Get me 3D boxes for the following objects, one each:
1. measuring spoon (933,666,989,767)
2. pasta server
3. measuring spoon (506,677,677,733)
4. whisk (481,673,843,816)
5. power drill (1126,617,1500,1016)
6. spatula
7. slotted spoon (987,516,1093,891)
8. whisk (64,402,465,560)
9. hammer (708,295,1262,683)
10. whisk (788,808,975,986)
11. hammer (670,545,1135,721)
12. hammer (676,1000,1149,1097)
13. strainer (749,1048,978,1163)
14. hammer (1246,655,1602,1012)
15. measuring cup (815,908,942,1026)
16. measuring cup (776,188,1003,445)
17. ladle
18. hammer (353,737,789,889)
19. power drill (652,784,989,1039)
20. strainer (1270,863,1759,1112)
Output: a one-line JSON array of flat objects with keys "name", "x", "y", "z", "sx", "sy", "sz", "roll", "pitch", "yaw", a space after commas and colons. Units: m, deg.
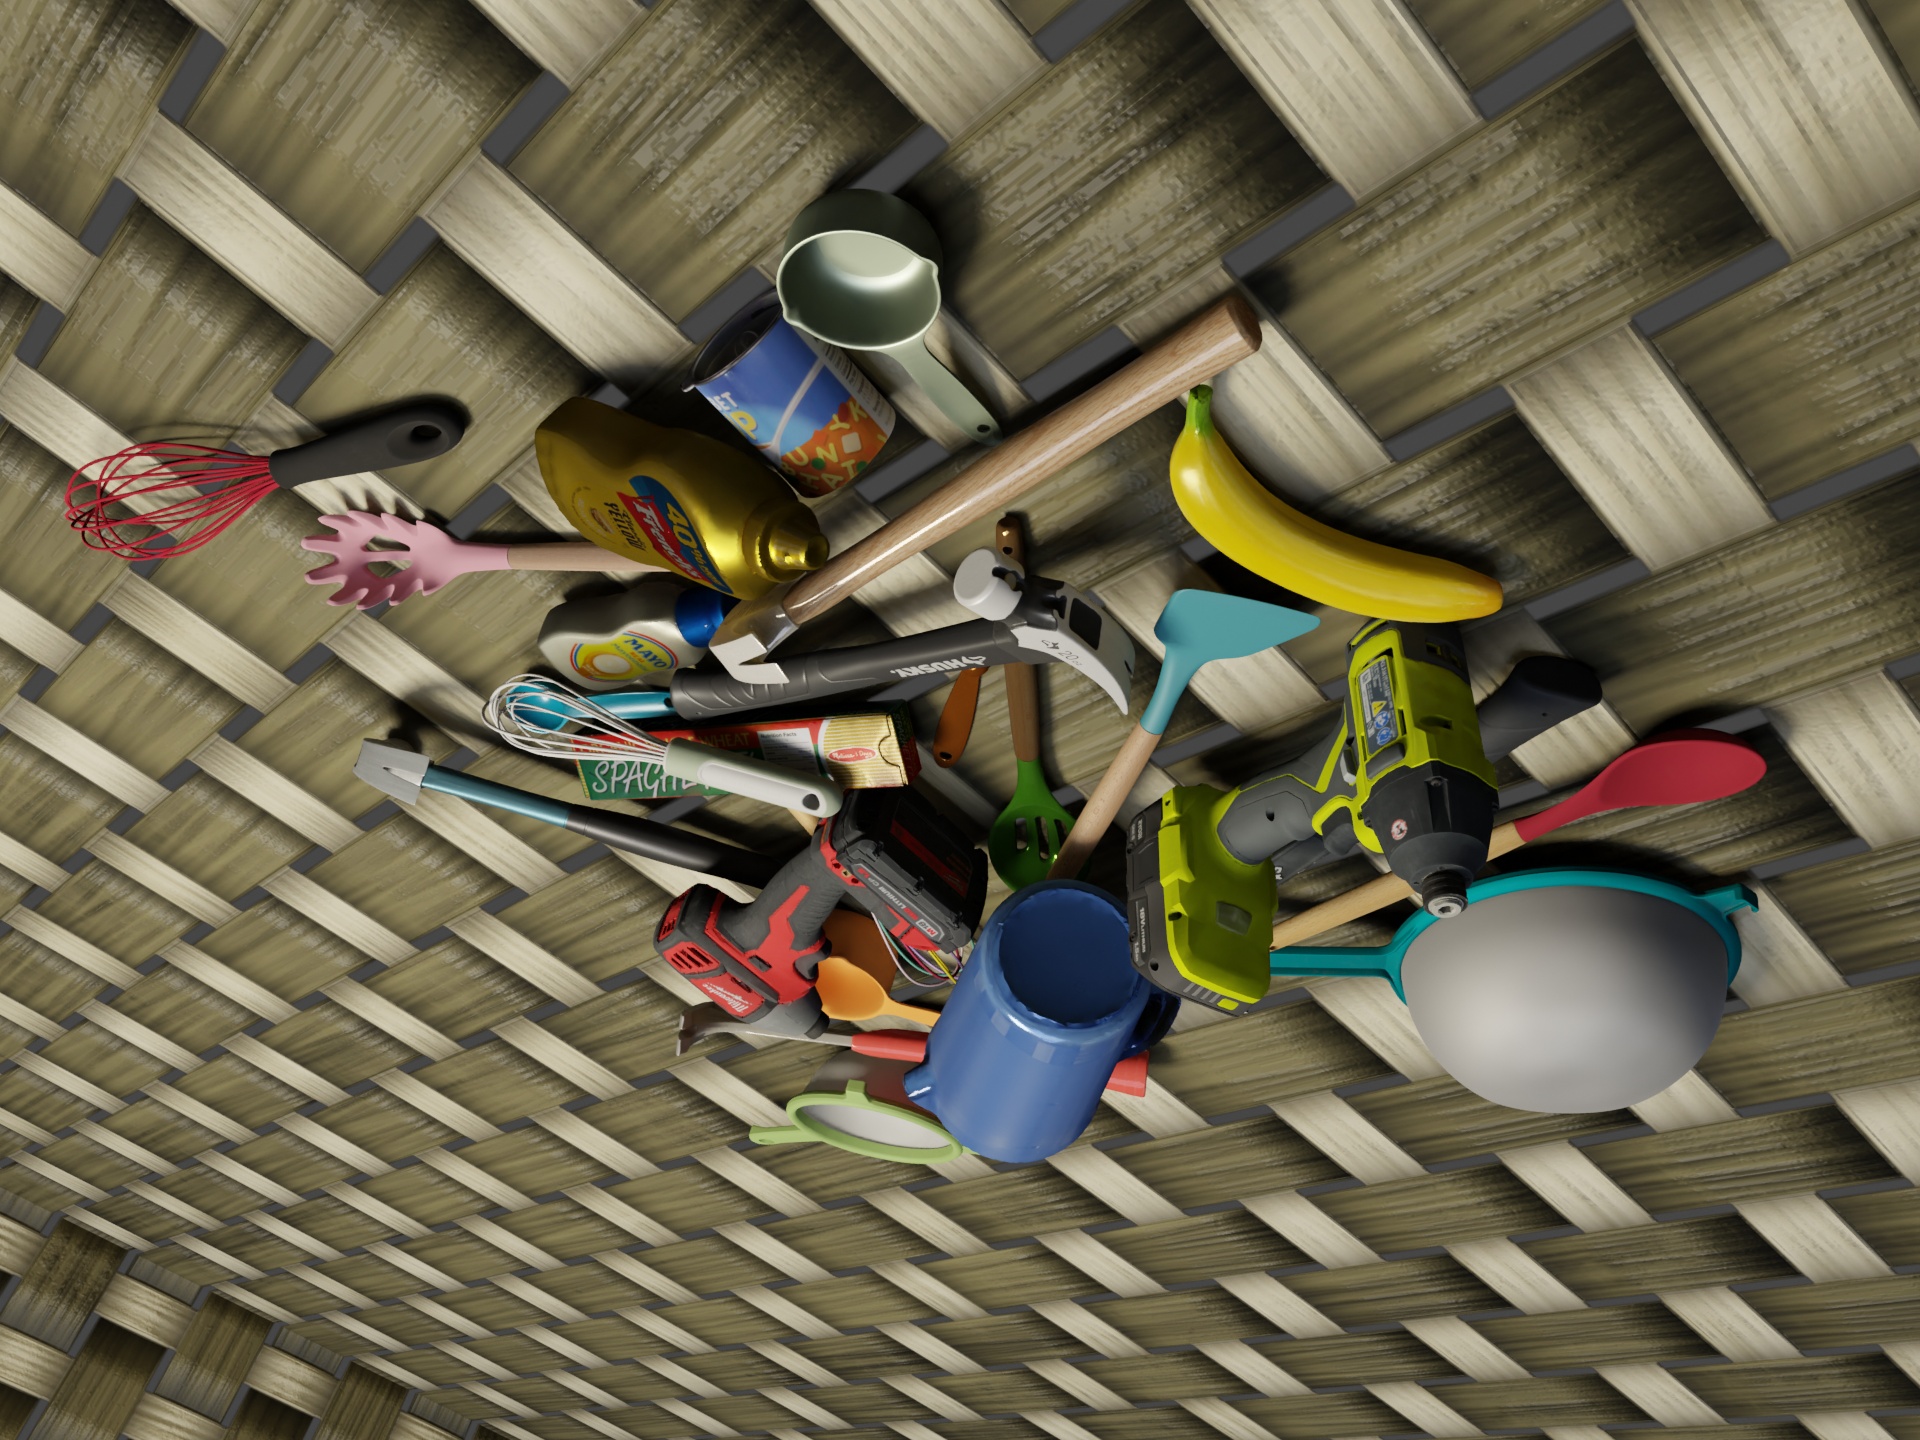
[{"name": "measuring spoon", "x": -0.002, "y": -0.003, "z": 0.987, "sx": 0.021, "sy": 0.011, "sz": 0.116, "roll": 18, "pitch": 140, "yaw": 0}, {"name": "pasta server", "x": -0.247, "y": -0.097, "z": 0.951, "sx": 0.316, "sy": 0.040, "sz": 0.060, "roll": 2, "pitch": 101, "yaw": 16}, {"name": "measuring spoon", "x": -0.240, "y": -0.015, "z": 1.065, "sx": 0.128, "sy": 0.021, "sz": 0.042, "roll": -2, "pitch": 125, "yaw": 9}, {"name": "whisk", "x": -0.191, "y": 0.020, "z": 1.010, "sx": 0.246, "sy": 0.059, "sz": 0.057, "roll": 15, "pitch": 118, "yaw": 11}, {"name": "power drill", "x": 0.187, "y": 0.064, "z": 0.854, "sx": 0.080, "sy": 0.171, "sz": 0.223, "roll": 24, "pitch": 137, "yaw": -23}, {"name": "spatula", "x": 0.103, "y": 0.027, "z": 0.942, "sx": 0.082, "sy": 0.044, "sz": 0.317, "roll": 11, "pitch": 135, "yaw": -15}, {"name": "slotted spoon", "x": 0.042, "y": 0.002, "z": 0.967, "sx": 0.070, "sy": 0.031, "sz": 0.313, "roll": 2, "pitch": 136, "yaw": 10}, {"name": "whisk", "x": -0.419, "y": -0.146, "z": 0.948, "sx": 0.296, "sy": 0.073, "sz": 0.073, "roll": -9, "pitch": 134, "yaw": 20}, {"name": "hammer", "x": 0.001, "y": -0.109, "z": 0.791, "sx": 0.331, "sy": 0.130, "sz": 0.031, "roll": -28, "pitch": 112, "yaw": 28}, {"name": "whisk", "x": -0.064, "y": 0.110, "z": 1.118, "sx": 0.051, "sy": 0.047, "sz": 0.244, "roll": -25, "pitch": 122, "yaw": 21}, {"name": "hammer", "x": -0.052, "y": -0.030, "z": 0.915, "sx": 0.335, "sy": 0.035, "sz": 0.146, "roll": -8, "pitch": 154, "yaw": 43}, {"name": "hammer", "x": -0.035, "y": 0.255, "z": 1.237, "sx": 0.359, "sy": 0.037, "sz": 0.149, "roll": 5, "pitch": 178, "yaw": 8}, {"name": "strainer", "x": -0.099, "y": 0.327, "z": 1.367, "sx": 0.151, "sy": 0.069, "sz": 0.256, "roll": 32, "pitch": 147, "yaw": -30}, {"name": "hammer", "x": 0.225, "y": 0.077, "z": 0.978, "sx": 0.149, "sy": 0.036, "sz": 0.409, "roll": 29, "pitch": 139, "yaw": -15}, {"name": "measuring cup", "x": -0.051, "y": 0.194, "z": 1.204, "sx": 0.173, "sy": 0.052, "sz": 0.095, "roll": 17, "pitch": 140, "yaw": -2}, {"name": "measuring cup", "x": -0.022, "y": -0.192, "z": 0.769, "sx": 0.083, "sy": 0.038, "sz": 0.167, "roll": -12, "pitch": 149, "yaw": 28}, {"name": "ladle", "x": 0.300, "y": 0.075, "z": 0.918, "sx": 0.315, "sy": 0.031, "sz": 0.069, "roll": -30, "pitch": 132, "yaw": 31}, {"name": "hammer", "x": -0.263, "y": 0.071, "z": 1.127, "sx": 0.331, "sy": 0.033, "sz": 0.128, "roll": 17, "pitch": 178, "yaw": -8}, {"name": "power drill", "x": -0.092, "y": 0.138, "z": 1.077, "sx": 0.219, "sy": 0.079, "sz": 0.143, "roll": -34, "pitch": 113, "yaw": 31}, {"name": "strainer", "x": 0.310, "y": 0.184, "z": 0.990, "sx": 0.340, "sy": 0.095, "sz": 0.210, "roll": 0, "pitch": 140, "yaw": 8}]
